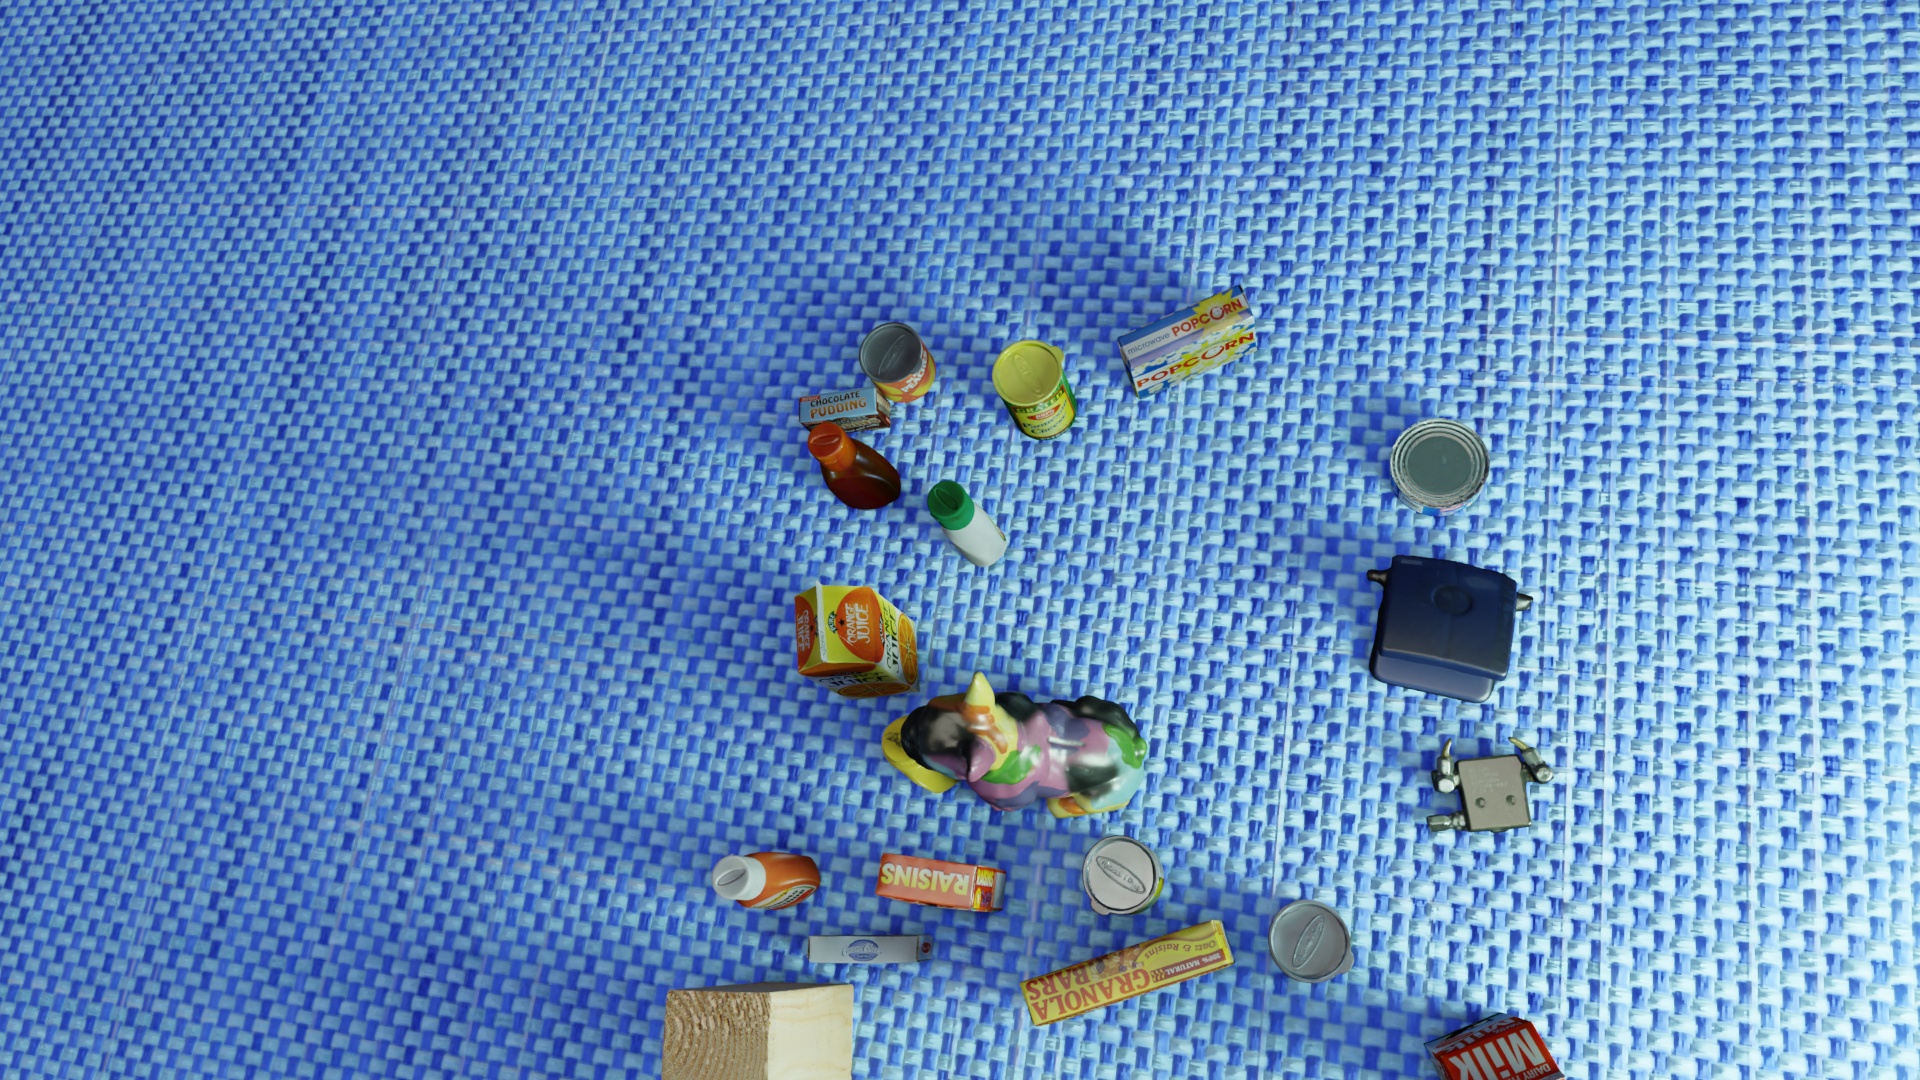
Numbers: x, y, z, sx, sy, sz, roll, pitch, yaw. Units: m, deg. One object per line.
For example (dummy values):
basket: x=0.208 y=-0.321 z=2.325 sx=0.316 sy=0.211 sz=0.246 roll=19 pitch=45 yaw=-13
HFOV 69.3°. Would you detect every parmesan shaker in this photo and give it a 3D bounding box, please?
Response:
parmesan shaker: x=0.076 y=-0.144 z=1.337 sx=0.071 sy=0.103 sz=0.071 roll=-4 pitch=73 yaw=13

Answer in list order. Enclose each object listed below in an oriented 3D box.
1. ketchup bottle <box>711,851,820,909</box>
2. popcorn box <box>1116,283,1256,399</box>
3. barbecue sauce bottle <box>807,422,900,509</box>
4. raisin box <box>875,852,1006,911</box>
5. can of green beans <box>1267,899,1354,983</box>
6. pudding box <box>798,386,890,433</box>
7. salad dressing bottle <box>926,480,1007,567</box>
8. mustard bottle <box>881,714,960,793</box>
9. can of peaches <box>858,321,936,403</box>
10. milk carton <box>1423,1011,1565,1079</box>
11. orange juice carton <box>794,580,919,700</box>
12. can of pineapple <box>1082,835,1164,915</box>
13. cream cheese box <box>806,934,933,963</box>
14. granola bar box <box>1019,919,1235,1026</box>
ketchup bottle: x=-0.178 y=0.303 z=1.241 sx=0.065 sy=0.148 sz=0.043 roll=-28 pitch=70 yaw=5
popcorn box: x=0.217 y=-0.187 z=1.325 sx=0.126 sy=0.085 sz=0.038 roll=-23 pitch=70 yaw=6
barbecue sauce bottle: x=-0.106 y=-0.071 z=1.336 sx=0.065 sy=0.148 sz=0.044 roll=-9 pitch=72 yaw=11
raisin box: x=-0.015 y=0.300 z=1.215 sx=0.086 sy=0.123 sz=0.040 roll=5 pitch=76 yaw=15
can of green beans: x=0.292 y=0.336 z=1.164 sx=0.071 sy=0.057 sz=0.071 roll=-4 pitch=73 yaw=13
pudding box: x=-0.117 y=-0.131 z=1.409 sx=0.084 sy=0.049 sz=0.030 roll=-6 pitch=73 yaw=12
salad dressing bottle: x=0.005 y=-0.016 z=1.292 sx=0.044 sy=0.147 sz=0.064 roll=-46 pitch=69 yaw=-2
mustard bottle: x=-0.037 y=0.186 z=1.235 sx=0.049 sy=0.160 sz=0.065 roll=-41 pitch=69 yaw=0
can of peaches: x=-0.061 y=-0.178 z=1.405 sx=0.071 sy=0.058 sz=0.071 roll=-4 pitch=73 yaw=13
milk carton: x=0.405 y=0.406 z=1.044 sx=0.072 sy=0.190 sz=0.073 roll=-25 pitch=70 yaw=6
orange juice carton: x=-0.098 y=0.092 z=1.261 sx=0.073 sy=0.192 sz=0.072 roll=-8 pitch=72 yaw=12
can of pineapple: x=0.141 y=0.294 z=1.214 sx=0.071 sy=0.057 sz=0.071 roll=-4 pitch=73 yaw=13
cream cheese box: x=-0.080 y=0.367 z=1.249 sx=0.104 sy=0.053 sz=0.024 roll=-4 pitch=73 yaw=13
granola bar box: x=0.143 y=0.360 z=1.158 sx=0.165 sy=0.124 sz=0.039 roll=-20 pitch=70 yaw=7
